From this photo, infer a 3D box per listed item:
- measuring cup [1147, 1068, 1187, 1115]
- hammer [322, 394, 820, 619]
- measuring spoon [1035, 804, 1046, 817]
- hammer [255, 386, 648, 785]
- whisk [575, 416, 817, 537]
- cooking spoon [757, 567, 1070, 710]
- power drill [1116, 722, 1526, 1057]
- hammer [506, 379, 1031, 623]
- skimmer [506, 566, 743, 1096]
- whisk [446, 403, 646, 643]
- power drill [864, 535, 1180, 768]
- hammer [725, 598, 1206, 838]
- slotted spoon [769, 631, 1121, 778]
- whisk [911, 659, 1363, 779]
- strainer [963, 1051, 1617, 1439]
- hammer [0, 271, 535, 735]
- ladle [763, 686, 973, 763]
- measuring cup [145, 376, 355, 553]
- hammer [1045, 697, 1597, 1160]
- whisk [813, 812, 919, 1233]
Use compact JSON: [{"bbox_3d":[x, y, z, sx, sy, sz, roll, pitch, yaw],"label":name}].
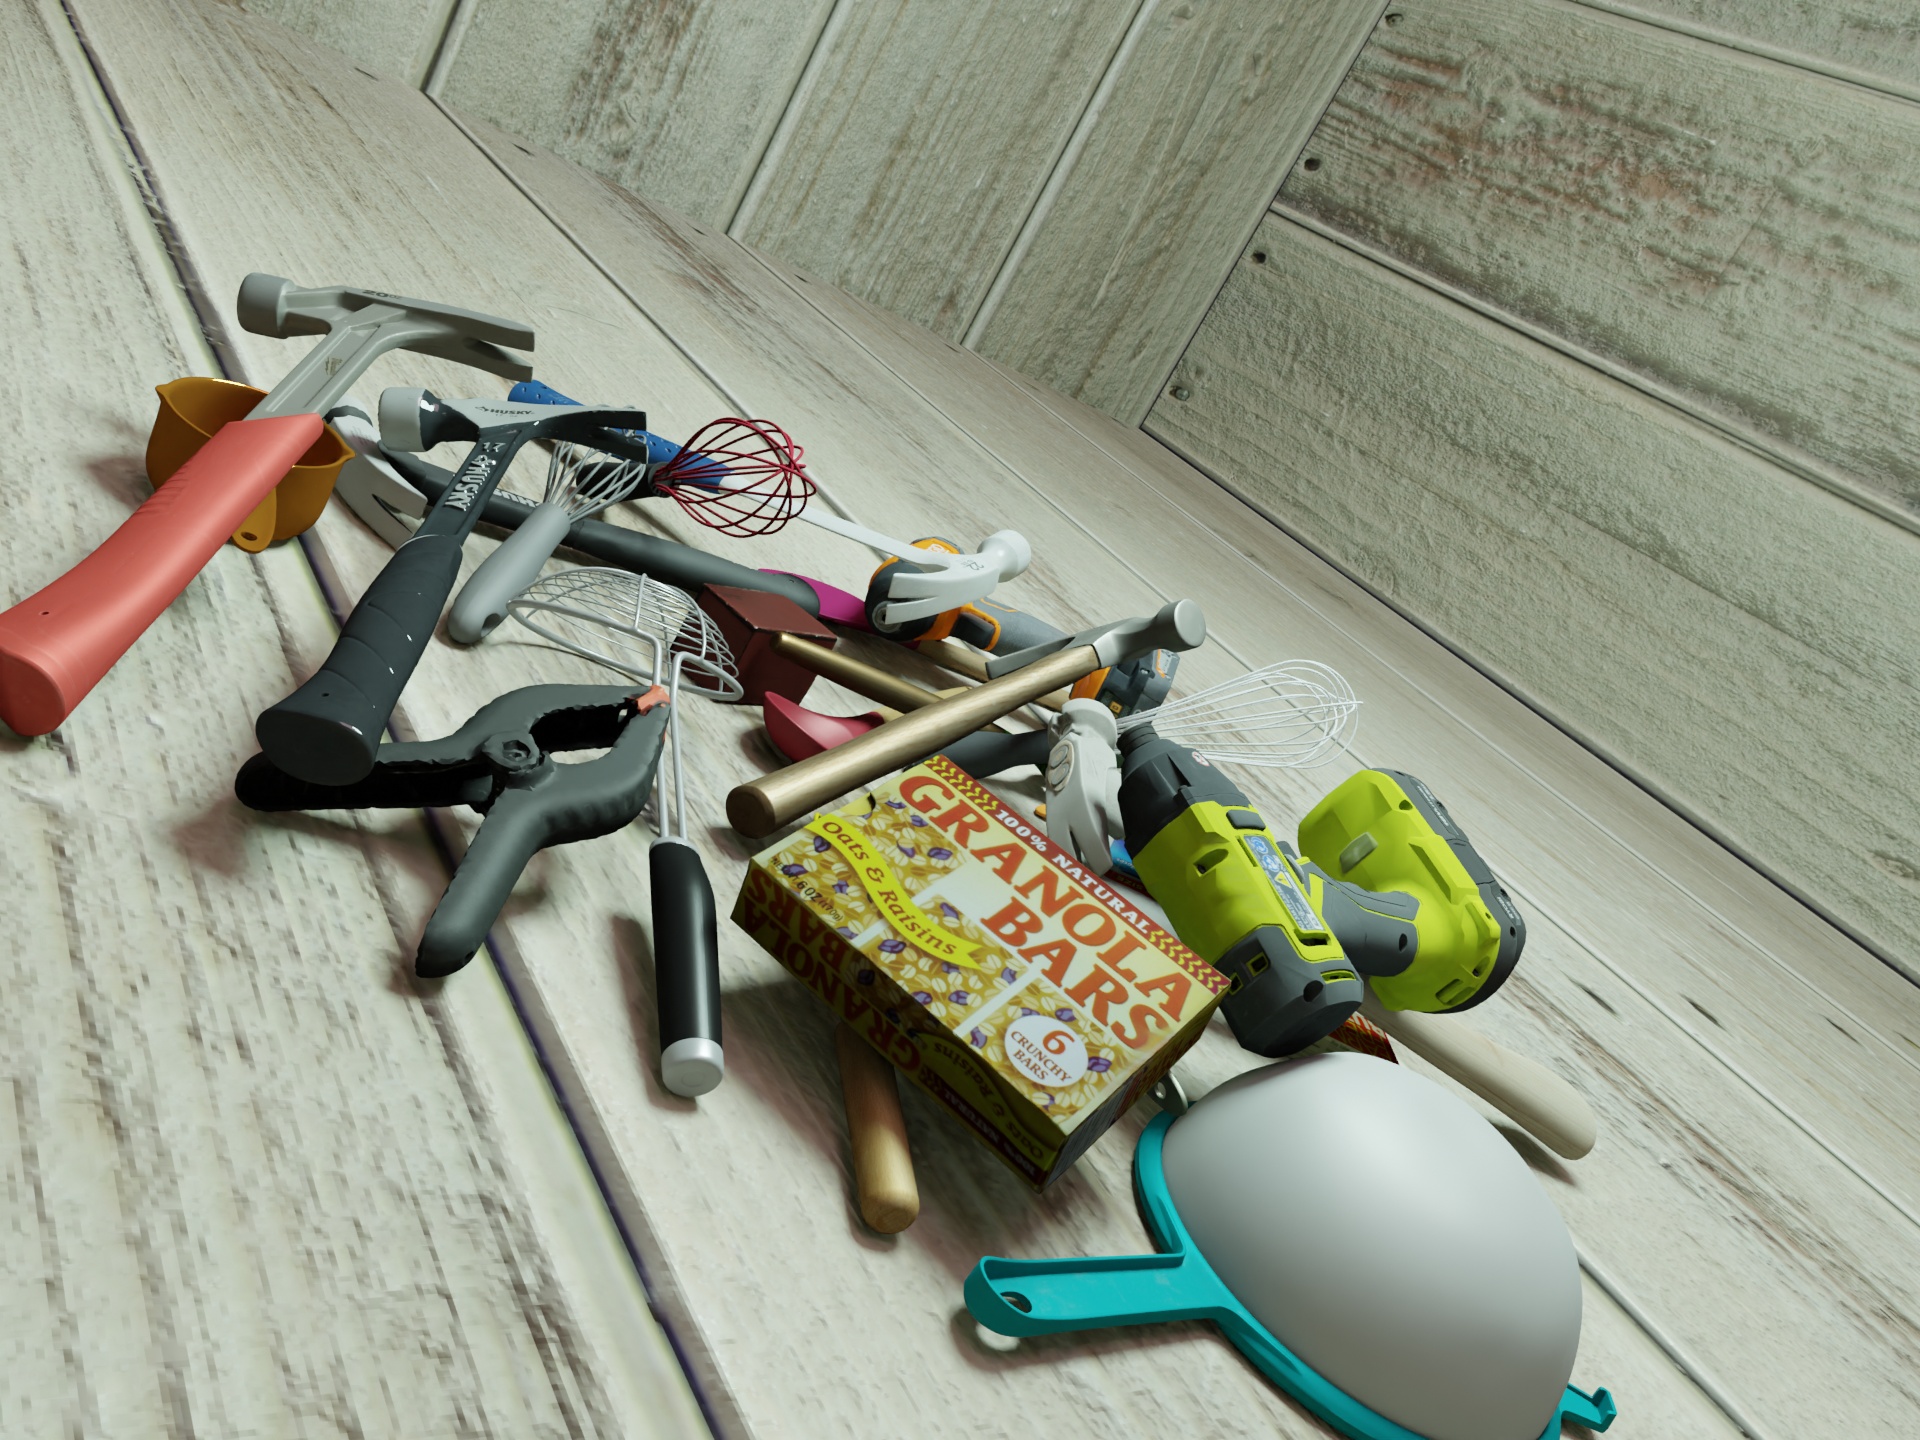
[{"bbox_3d":[0.035,0.122,0.701,0.038,0.083,0.168,-11,36,-33],"label":"measuring cup"},{"bbox_3d":[-0.230,-0.113,1.004,0.334,0.035,0.146,16,21,-38],"label":"hammer"},{"bbox_3d":[0.090,0.067,1.068,0.116,0.011,0.021,7,22,-45],"label":"measuring spoon"},{"bbox_3d":[-0.236,-0.081,0.736,0.149,0.036,0.409,1,28,-6],"label":"hammer"},{"bbox_3d":[-0.180,-0.153,1.017,0.073,0.073,0.296,17,-4,-36],"label":"whisk"},{"bbox_3d":[-0.012,-0.051,1.211,0.318,0.017,0.069,21,20,-26],"label":"cooking spoon"},{"bbox_3d":[0.177,0.079,0.802,0.223,0.080,0.171,8,44,-46],"label":"power drill"},{"bbox_3d":[-0.158,-0.164,1.121,0.406,0.035,0.144,23,30,21],"label":"hammer"},{"bbox_3d":[-0.147,0.040,0.723,0.127,0.090,0.364,25,28,-29],"label":"skimmer"},{"bbox_3d":[-0.229,-0.114,0.895,0.055,0.055,0.239,28,38,-8],"label":"whisk"},{"bbox_3d":[0.038,-0.054,1.146,0.226,0.084,0.164,27,19,4],"label":"power drill"},{"bbox_3d":[-0.001,-0.003,0.886,0.331,0.130,0.031,-25,97,-46],"label":"hammer"},{"bbox_3d":[0.004,0.003,1.009,0.313,0.031,0.070,24,-8,-39],"label":"slotted spoon"},{"bbox_3d":[0.108,0.008,0.981,0.284,0.070,0.070,-7,24,-3],"label":"whisk"},{"bbox_3d":[0.143,0.197,0.642,0.340,0.095,0.211,15,23,-43],"label":"strainer"},{"bbox_3d":[-0.307,-0.110,0.698,0.149,0.036,0.359,11,35,-4],"label":"hammer"},{"bbox_3d":[-0.045,-0.003,1.011,0.069,0.031,0.315,41,17,11],"label":"ladle"},{"bbox_3d":[-0.348,-0.105,0.767,0.095,0.052,0.174,17,26,-31],"label":"measuring cup"},{"bbox_3d":[0.210,0.142,0.878,0.410,0.038,0.146,35,27,-18],"label":"hammer"},{"bbox_3d":[-0.047,0.113,0.661,0.051,0.047,0.245,6,28,-14],"label":"whisk"}]
